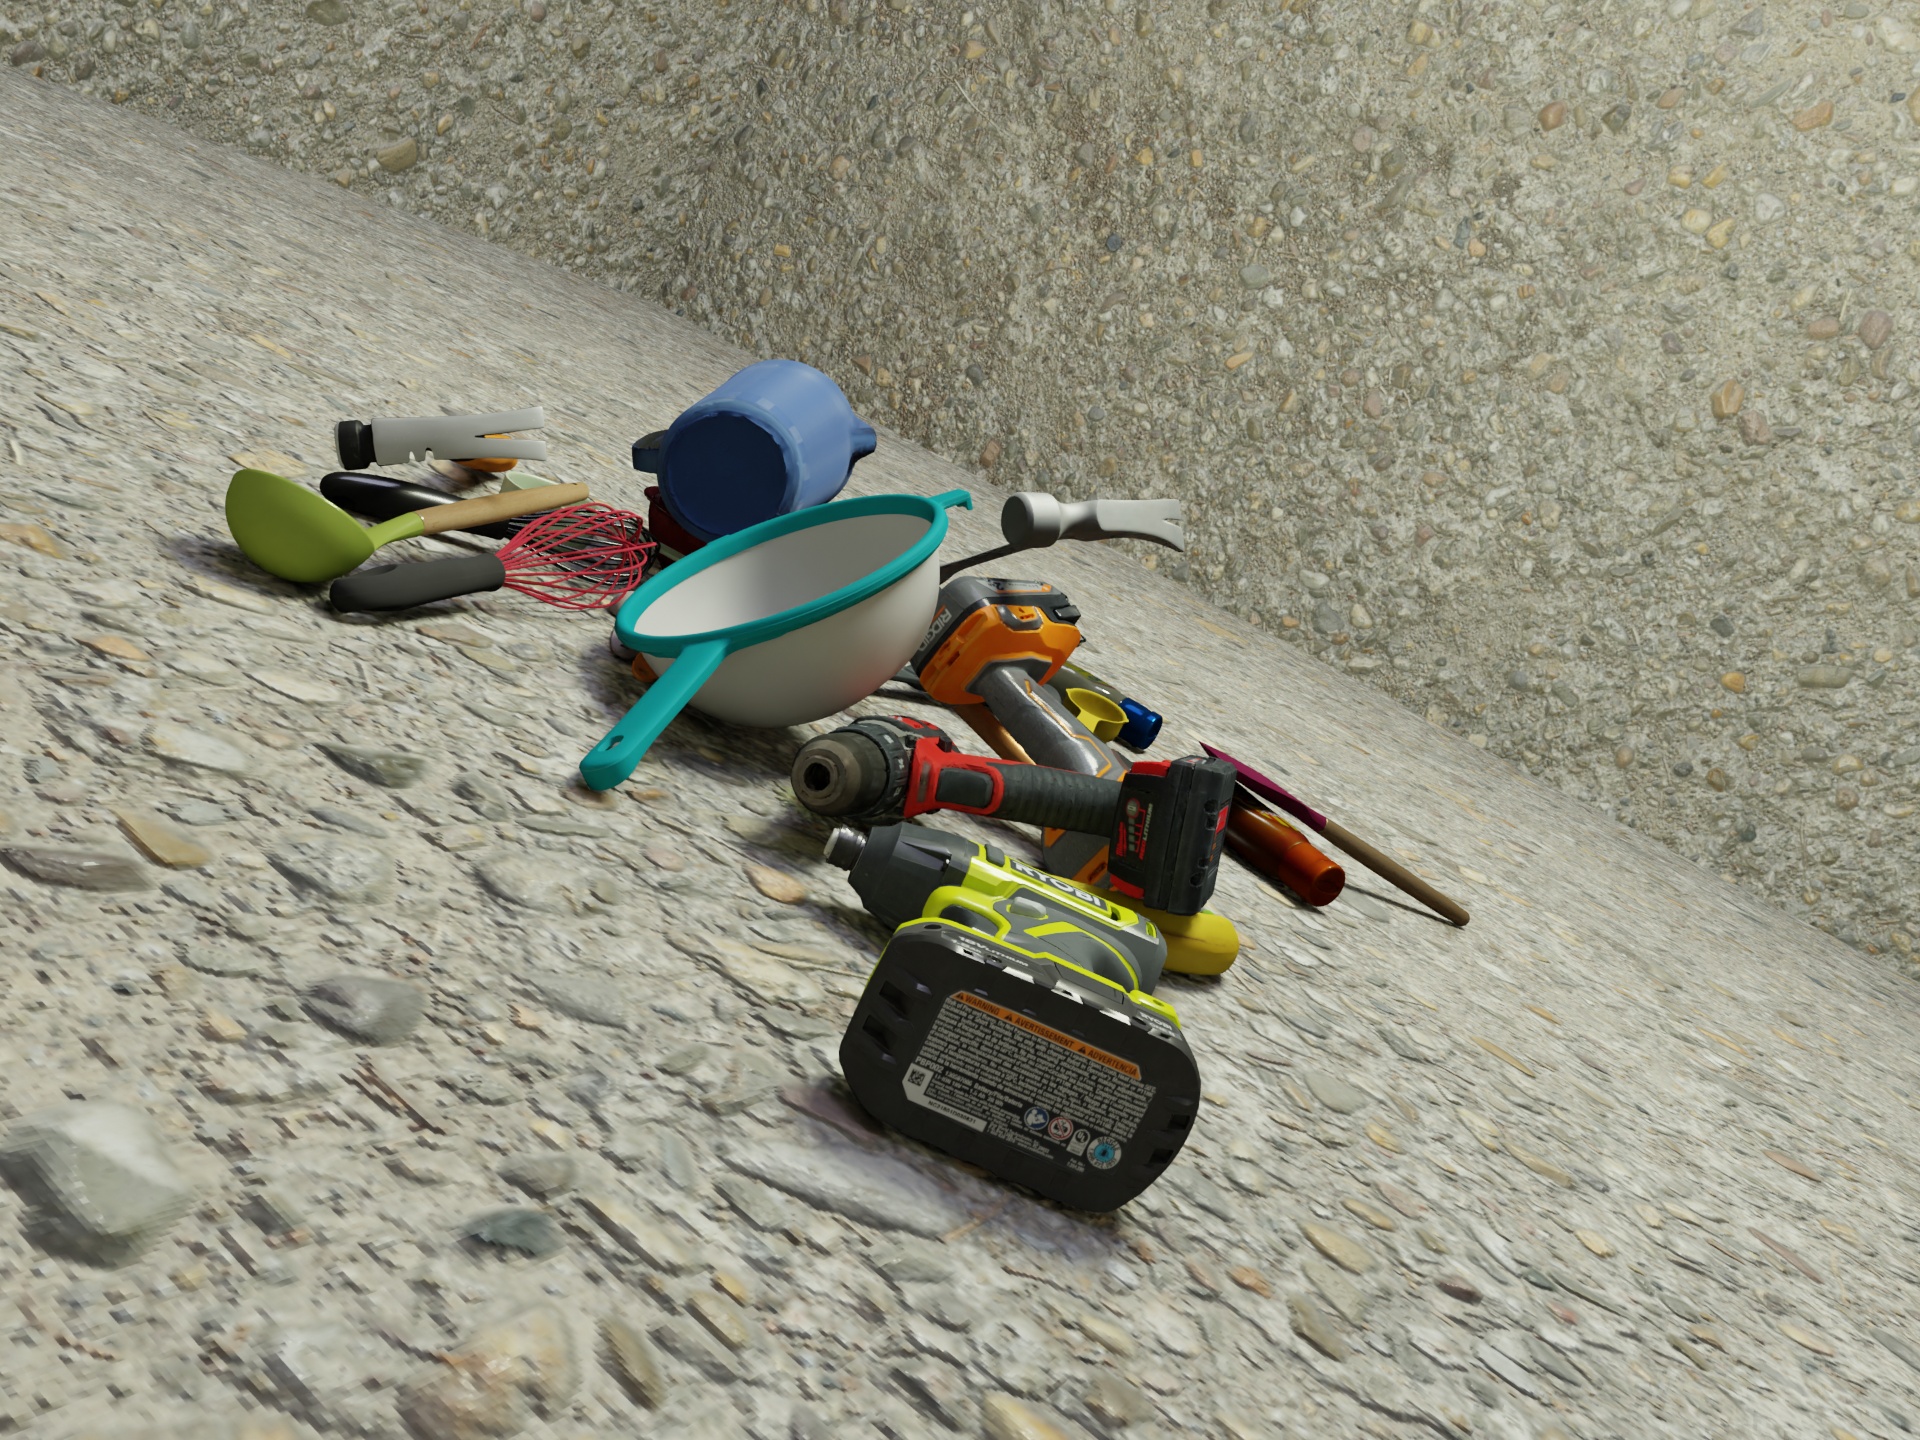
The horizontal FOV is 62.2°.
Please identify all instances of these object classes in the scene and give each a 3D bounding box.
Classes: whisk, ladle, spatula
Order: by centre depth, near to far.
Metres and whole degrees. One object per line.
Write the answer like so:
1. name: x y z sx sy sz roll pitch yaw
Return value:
1. ladle: -0.314 -0.134 0.967 0.078 0.062 0.320 17 19 15
2. whisk: -0.276 -0.092 0.971 0.073 0.073 0.296 29 19 13
3. whisk: -0.316 -0.134 1.090 0.238 0.055 0.055 10 20 -36
4. spatula: -0.002 -0.004 1.107 0.323 0.041 0.081 45 17 17

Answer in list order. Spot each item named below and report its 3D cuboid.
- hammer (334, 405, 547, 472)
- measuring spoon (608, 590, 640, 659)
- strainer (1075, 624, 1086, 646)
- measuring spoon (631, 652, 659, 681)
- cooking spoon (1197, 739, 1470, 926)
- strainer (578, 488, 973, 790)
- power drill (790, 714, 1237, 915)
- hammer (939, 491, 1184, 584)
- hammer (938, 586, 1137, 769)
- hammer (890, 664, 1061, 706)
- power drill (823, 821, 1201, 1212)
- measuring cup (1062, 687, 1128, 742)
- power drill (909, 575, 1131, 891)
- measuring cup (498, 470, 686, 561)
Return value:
1. hammer: -0.349 -0.198 1.150 0.127 0.034 0.337 -5 9 -8
2. measuring spoon: -0.217 -0.065 1.054 0.034 0.018 0.124 22 14 -15
3. strainer: 0.054 -0.062 1.356 0.087 0.050 0.258 50 -15 -10
4. measuring spoon: -0.195 -0.041 1.028 0.021 0.011 0.117 31 16 -7
5. cooking spoon: 0.313 0.097 1.309 0.318 0.017 0.069 31 7 -24
6. strainer: -0.115 -0.025 0.923 0.211 0.095 0.340 -8 27 24
7. power drill: 0.027 0.042 0.865 0.227 0.080 0.188 11 3 14
8. hammer: -0.006 -0.108 1.145 0.144 0.035 0.405 -4 -3 -32
9. hammer: 0.029 -0.044 1.257 0.335 0.035 0.146 44 17 25
10. hammer: -0.046 -0.036 1.236 0.149 0.036 0.408 34 14 34
11. power drill: 0.015 0.110 0.697 0.171 0.080 0.223 25 9 -6
12. measuring cup: 0.102 0.014 1.363 0.062 0.029 0.156 27 25 6
13. power drill: 0.078 0.012 1.050 0.164 0.084 0.227 -2 50 -51
14. measuring cup: -0.268 -0.133 1.189 0.167 0.038 0.083 26 13 -7
